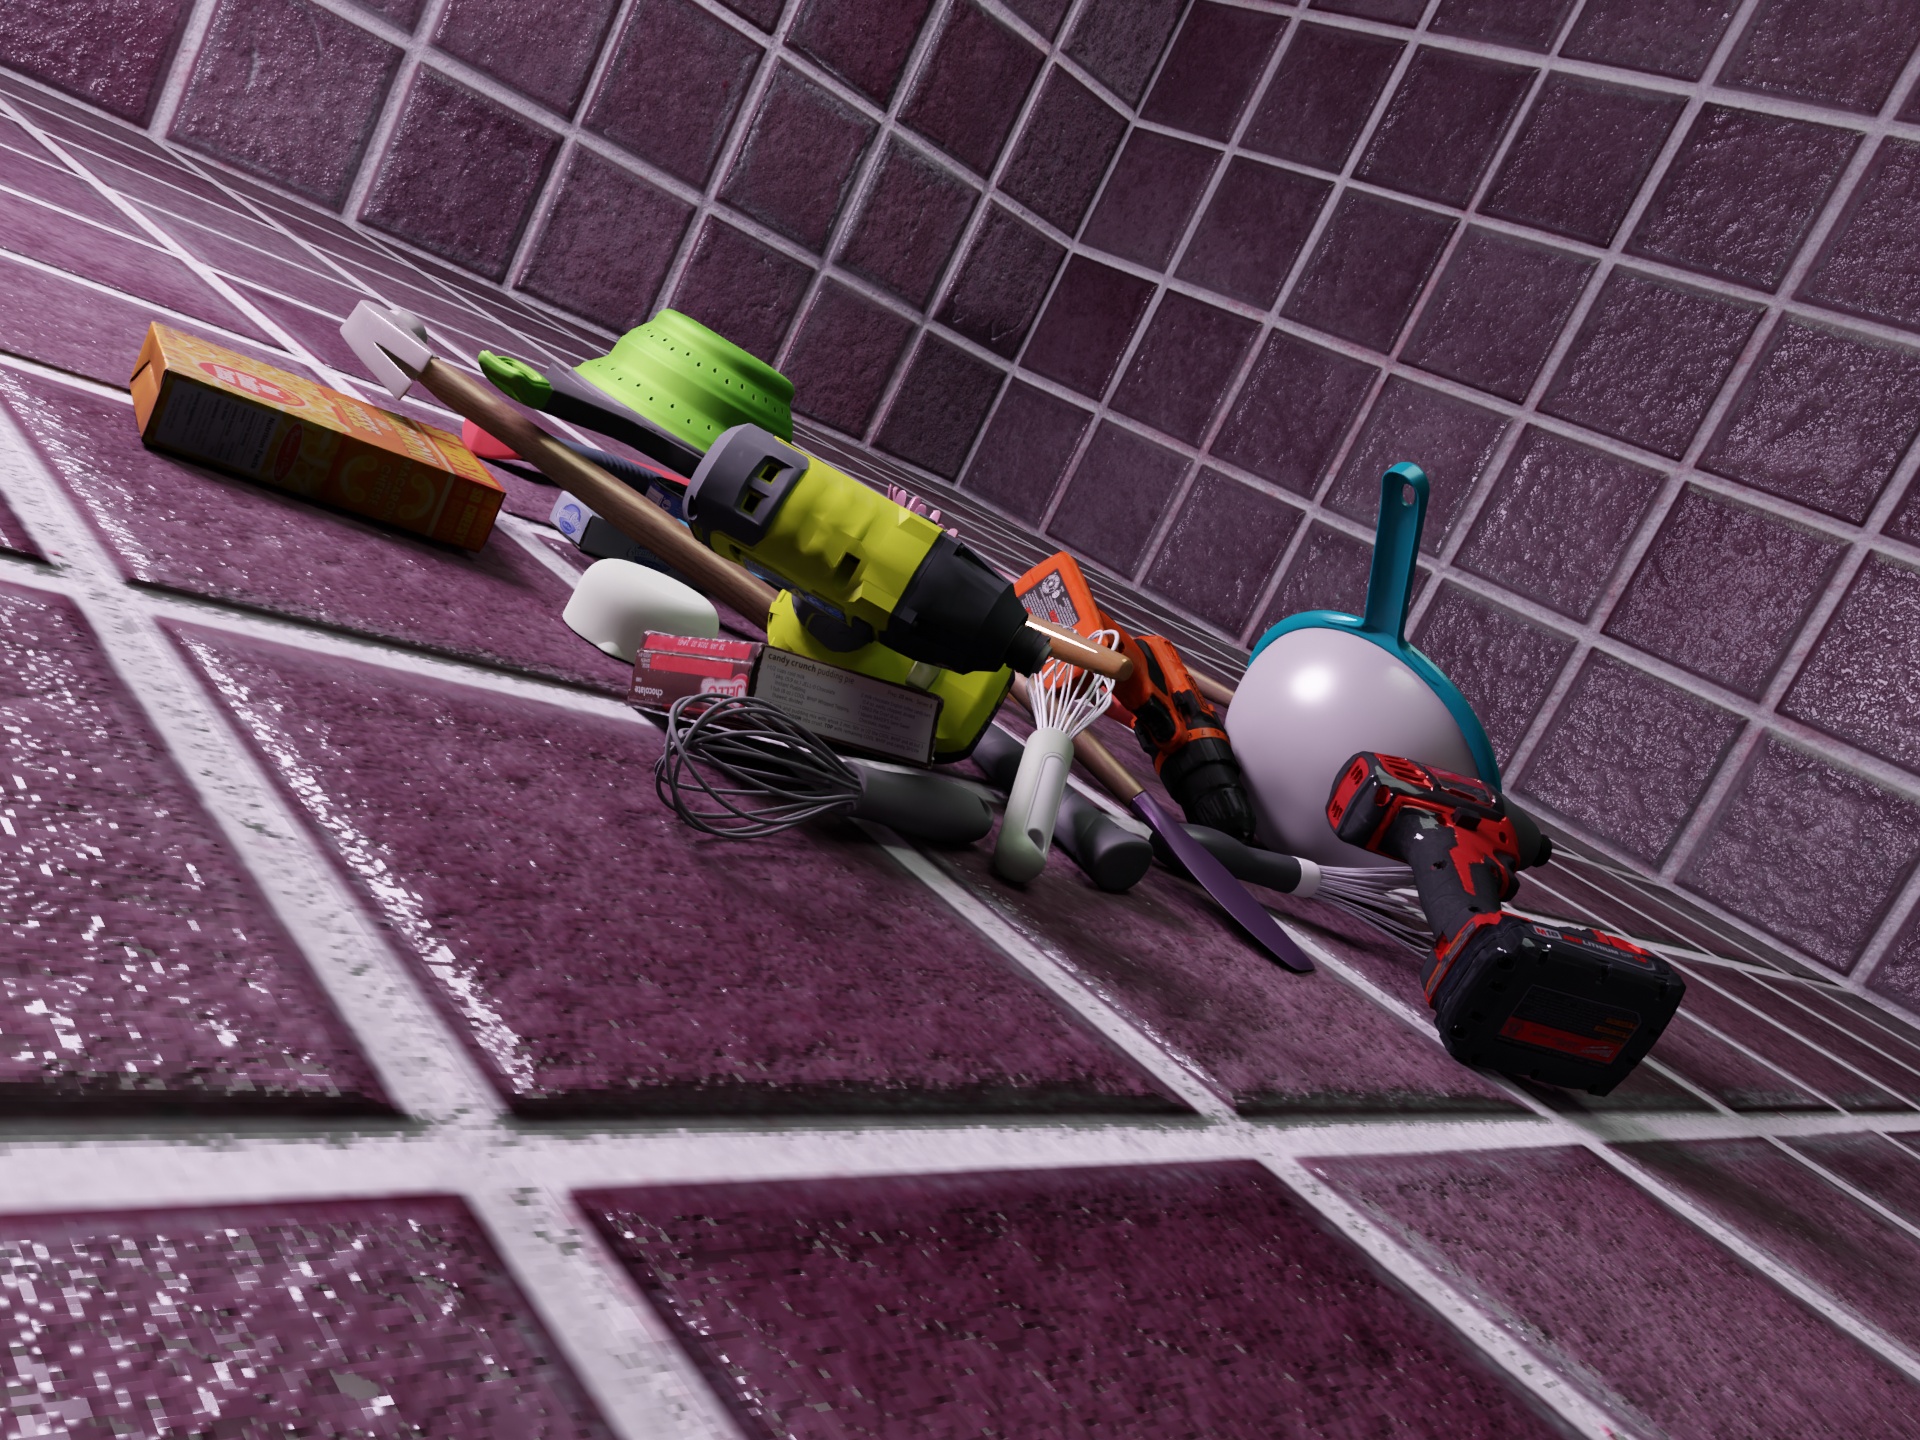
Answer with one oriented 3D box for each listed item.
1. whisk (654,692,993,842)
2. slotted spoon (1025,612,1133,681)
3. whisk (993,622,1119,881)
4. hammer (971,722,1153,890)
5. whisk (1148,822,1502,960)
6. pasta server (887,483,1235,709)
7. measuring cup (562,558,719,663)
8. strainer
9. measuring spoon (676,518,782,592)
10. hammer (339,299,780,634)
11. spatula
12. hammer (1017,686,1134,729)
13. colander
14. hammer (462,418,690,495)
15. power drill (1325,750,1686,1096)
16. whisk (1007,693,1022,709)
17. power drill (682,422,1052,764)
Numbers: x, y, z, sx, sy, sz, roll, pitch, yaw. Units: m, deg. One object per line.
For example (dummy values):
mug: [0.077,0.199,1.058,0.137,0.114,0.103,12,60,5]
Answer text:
whisk: [-0.045,0.030,0.661,0.055,0.055,0.238,32,7,30]
slotted spoon: [-0.027,-0.079,0.919,0.314,0.031,0.070,25,-13,37]
whisk: [0.049,0.010,0.826,0.057,0.059,0.246,51,26,-16]
hammer: [-0.002,-0.003,0.962,0.149,0.036,0.409,19,13,-31]
whisk: [0.232,0.102,0.969,0.284,0.070,0.070,16,14,-27]
pasta server: [0.076,-0.092,1.217,0.316,0.040,0.060,28,8,8]
measuring cup: [-0.119,-0.035,0.809,0.167,0.038,0.083,25,10,2]
strainer: [0.243,-0.007,1.024,0.095,0.340,0.211,-33,51,-27]
measuring spoon: [-0.133,-0.104,1.018,0.129,0.021,0.042,33,-12,23]
hammer: [-0.218,-0.139,0.944,0.331,0.031,0.130,35,6,-11]
spatula: [0.083,0.028,0.902,0.316,0.018,0.059,46,16,27]
hammer: [0.114,-0.019,1.193,0.358,0.036,0.149,23,26,-52]
colander: [-0.201,-0.227,1.062,0.204,0.094,0.397,32,7,8]
hammer: [-0.254,-0.197,1.292,0.143,0.038,0.386,31,11,30]
power drill: [0.303,0.102,0.900,0.143,0.078,0.220,16,27,-15]
whisk: [-0.002,-0.064,1.185,0.245,0.047,0.051,41,50,20]
power drill: [-0.036,-0.050,0.781,0.171,0.080,0.223,30,-10,7]
